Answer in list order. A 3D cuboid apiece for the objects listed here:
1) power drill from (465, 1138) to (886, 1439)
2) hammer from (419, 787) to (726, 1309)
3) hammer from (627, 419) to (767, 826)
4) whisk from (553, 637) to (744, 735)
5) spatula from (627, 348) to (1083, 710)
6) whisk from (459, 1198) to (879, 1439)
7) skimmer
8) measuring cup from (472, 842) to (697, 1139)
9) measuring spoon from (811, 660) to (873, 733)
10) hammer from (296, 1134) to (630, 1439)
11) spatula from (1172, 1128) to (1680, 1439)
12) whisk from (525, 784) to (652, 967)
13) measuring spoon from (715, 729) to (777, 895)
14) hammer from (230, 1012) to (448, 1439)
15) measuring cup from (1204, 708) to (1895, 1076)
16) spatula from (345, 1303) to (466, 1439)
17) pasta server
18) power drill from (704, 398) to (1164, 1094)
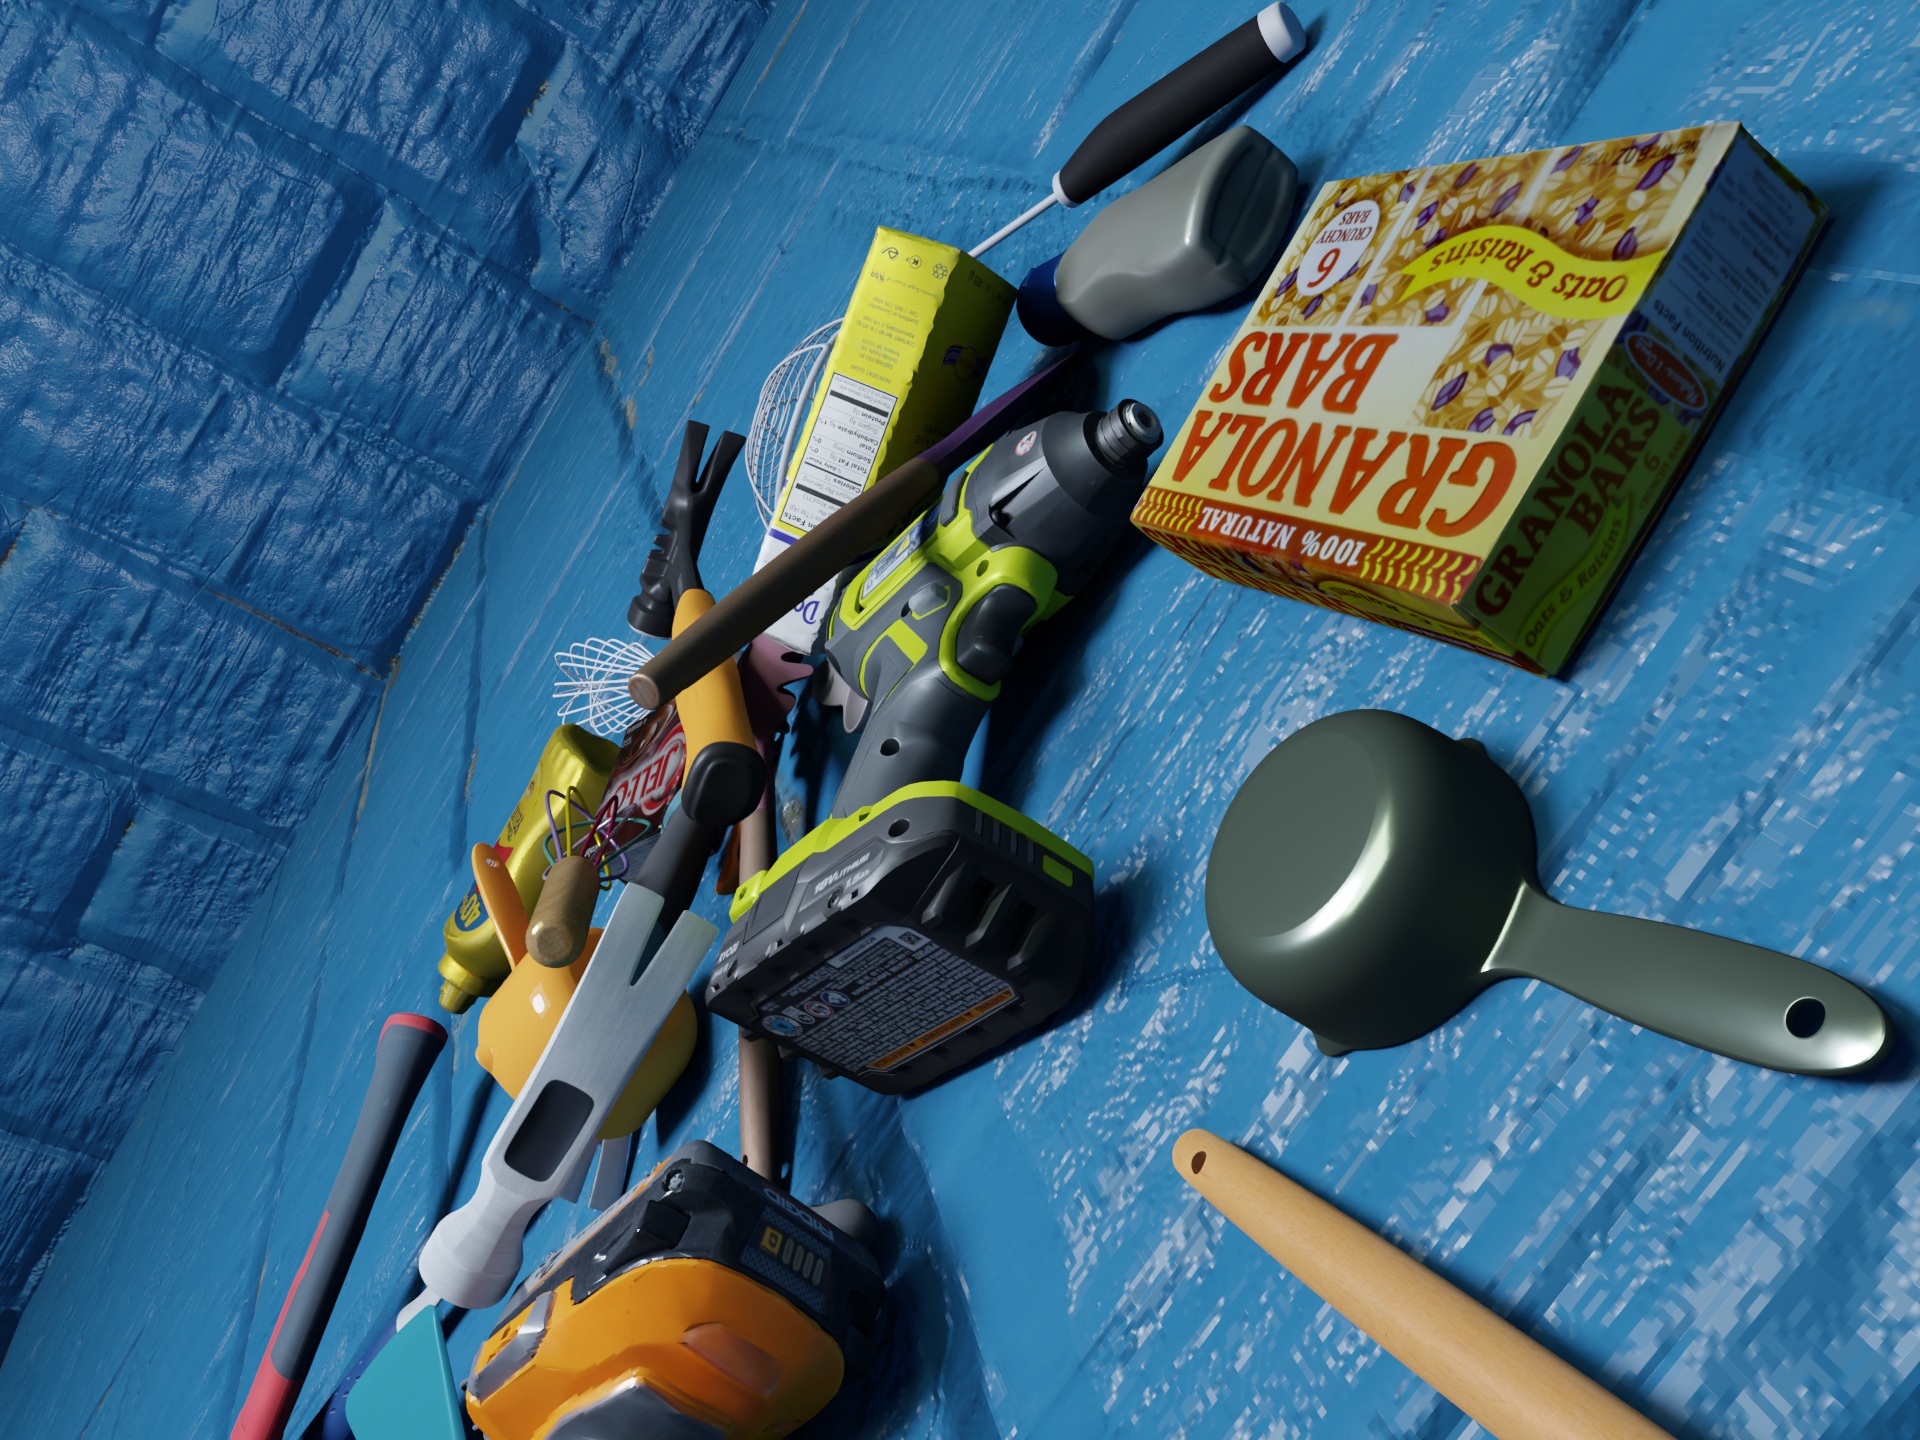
[{"bbox_3d":[-0.085,0.219,0.389,0.164,0.084,0.227,-43,17,28],"label":"power drill"},{"bbox_3d":[-0.128,0.087,0.635,0.128,0.033,0.331,-58,8,12],"label":"hammer"},{"bbox_3d":[-0.125,-0.047,0.775,0.337,0.034,0.127,-119,47,-63],"label":"hammer"},{"bbox_3d":[-0.185,-0.022,0.967,0.285,0.070,0.070,0,63,58],"label":"whisk"},{"bbox_3d":[-0.024,-0.083,0.591,0.059,0.018,0.316,-36,7,40],"label":"spatula"},{"bbox_3d":[-0.106,0.211,0.557,0.239,0.055,0.055,-37,33,36],"label":"whisk"},{"bbox_3d":[0.023,-0.198,0.763,0.363,0.090,0.127,-26,20,37],"label":"skimmer"},{"bbox_3d":[-0.178,0.103,0.718,0.052,0.095,0.174,-49,54,20],"label":"measuring cup"},{"bbox_3d":[-0.050,-0.014,0.736,0.124,0.018,0.034,-160,85,-73],"label":"measuring spoon"},{"bbox_3d":[-0.273,0.303,0.801,0.405,0.035,0.144,-53,25,19],"label":"hammer"},{"bbox_3d":[0.117,0.123,0.236,0.081,0.041,0.323,-63,20,-4],"label":"spatula"},{"bbox_3d":[-0.160,0.067,0.676,0.245,0.051,0.047,-146,64,-78],"label":"whisk"},{"bbox_3d":[-0.100,0.039,0.782,0.021,0.011,0.117,-48,22,44],"label":"measuring spoon"},{"bbox_3d":[-0.343,0.329,0.821,0.143,0.038,0.387,-33,36,46],"label":"hammer"},{"bbox_3d":[0.106,0.038,0.326,0.083,0.038,0.168,-63,22,-5],"label":"measuring cup"},{"bbox_3d":[-0.224,0.381,0.606,0.082,0.044,0.318,-48,28,20],"label":"spatula"},{"bbox_3d":[-0.079,0.064,0.683,0.317,0.040,0.060,-98,28,-46],"label":"pasta server"},{"bbox_3d":[-0.001,-0.002,0.544,0.171,0.080,0.223,-38,29,44],"label":"power drill"}]
